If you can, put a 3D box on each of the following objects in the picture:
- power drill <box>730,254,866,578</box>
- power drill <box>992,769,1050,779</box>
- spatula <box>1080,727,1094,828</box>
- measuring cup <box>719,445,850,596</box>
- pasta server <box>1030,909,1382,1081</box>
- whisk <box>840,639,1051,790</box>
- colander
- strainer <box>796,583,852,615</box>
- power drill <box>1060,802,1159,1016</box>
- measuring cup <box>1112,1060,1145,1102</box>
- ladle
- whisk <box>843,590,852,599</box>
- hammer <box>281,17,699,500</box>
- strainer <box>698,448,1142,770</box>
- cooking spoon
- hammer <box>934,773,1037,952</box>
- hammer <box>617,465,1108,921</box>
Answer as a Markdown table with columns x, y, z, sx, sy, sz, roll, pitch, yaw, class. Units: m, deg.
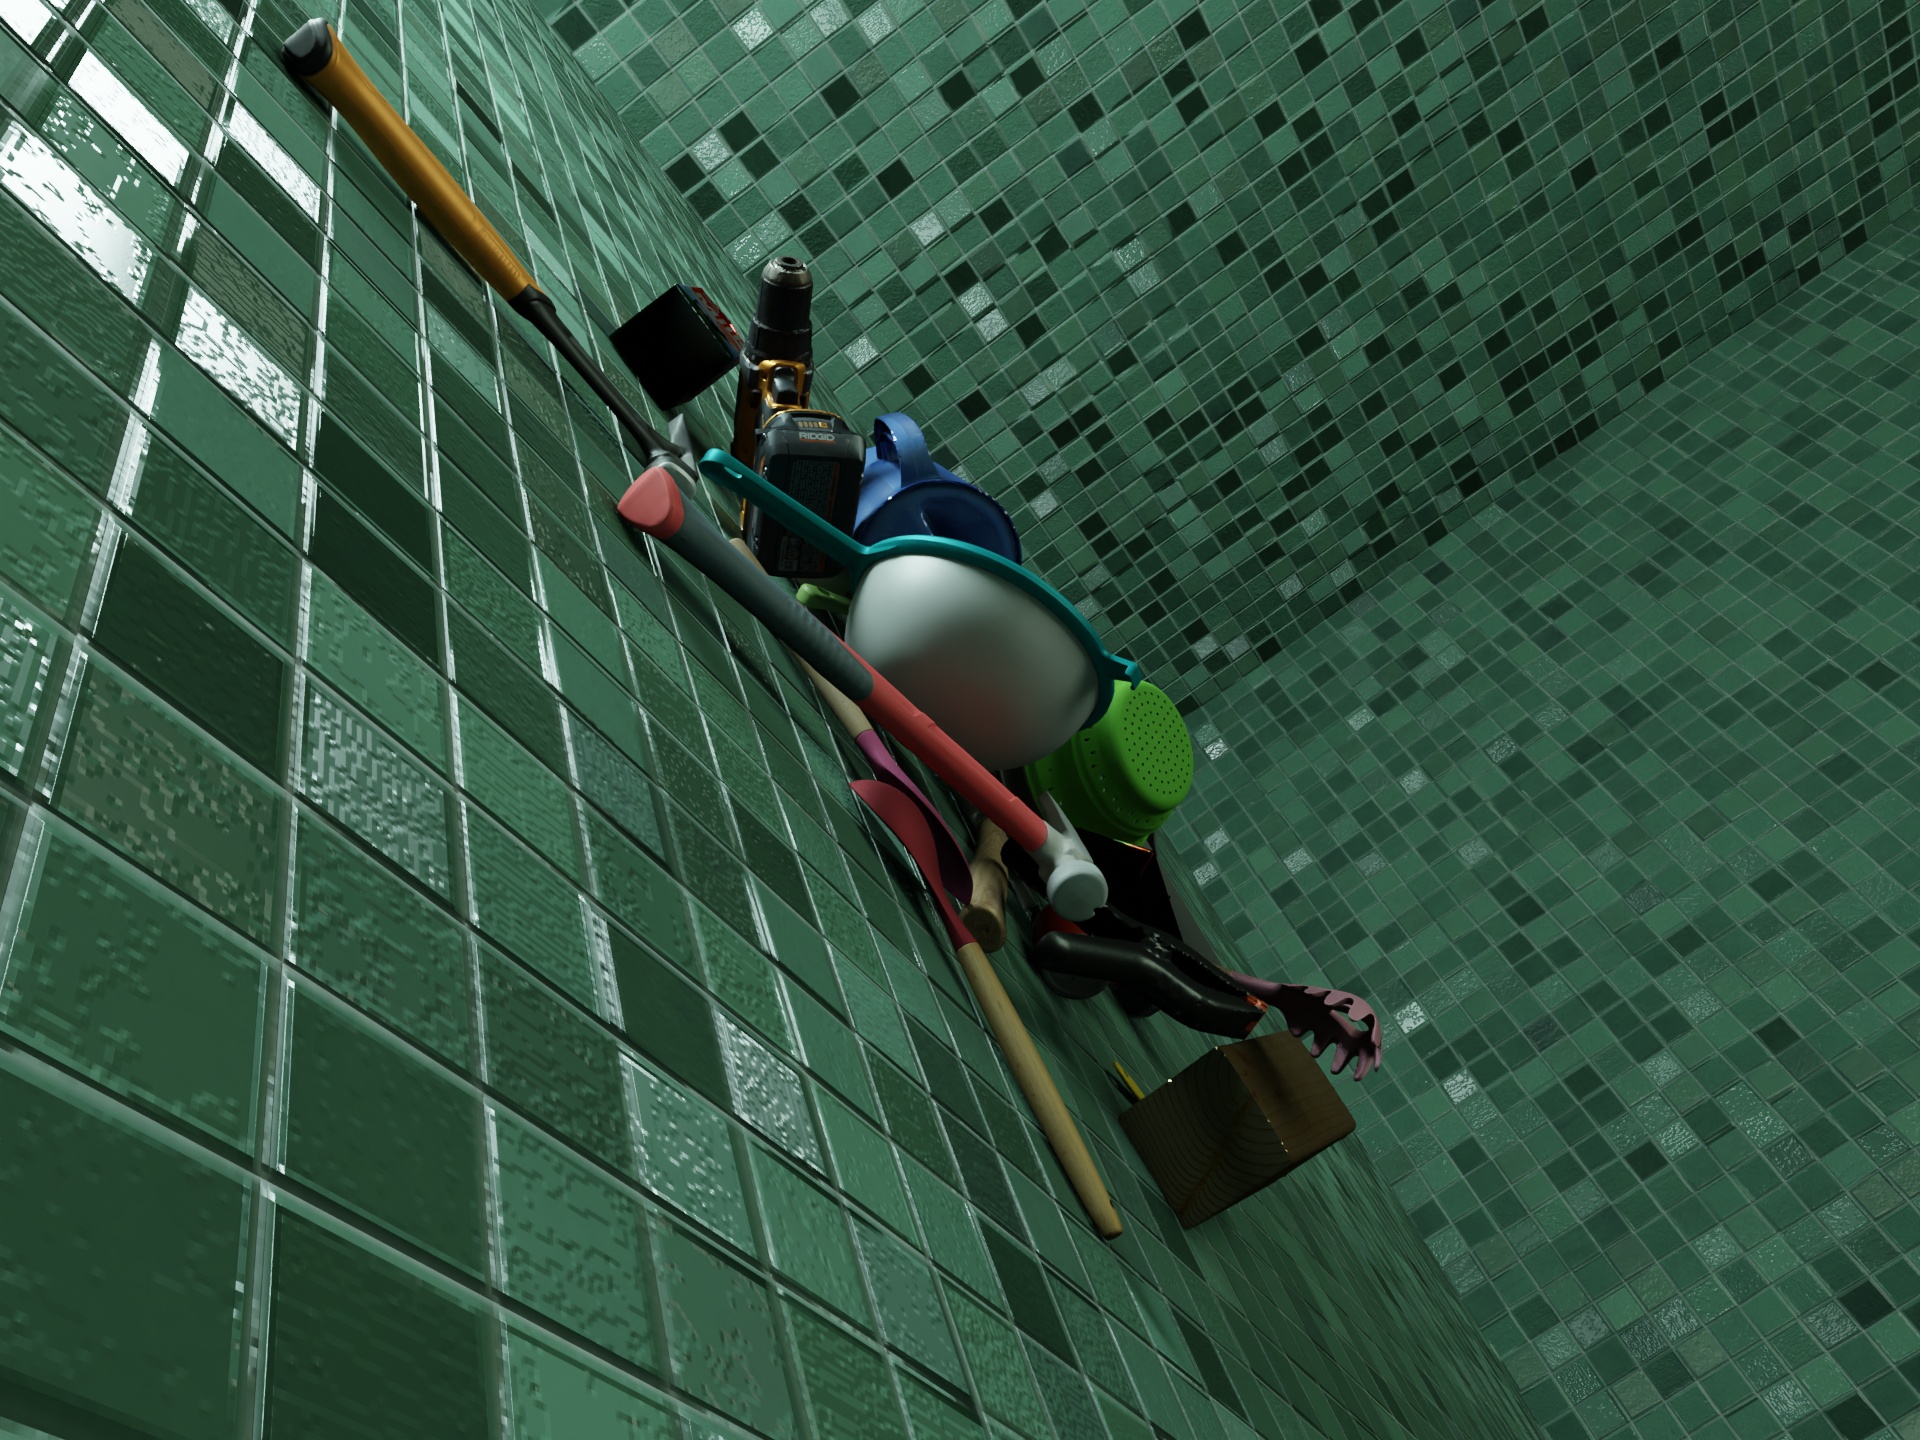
| x | y | z | sx | sy | sz | roll | pitch | yaw | class |
| --- | --- | --- | --- | --- | --- | --- | --- | --- | --- |
| -0.131 | -0.237 | 1.233 | 0.226 | 0.084 | 0.185 | -110 | -153 | -50 | power drill |
| 0.032 | -0.030 | 1.517 | 0.080 | 0.171 | 0.223 | -4 | 42 | -29 | power drill |
| 0.108 | 0.077 | 1.387 | 0.059 | 0.018 | 0.316 | 50 | 38 | -43 | spatula |
| -0.147 | -0.173 | 1.354 | 0.167 | 0.038 | 0.083 | 57 | 7 | 2 | measuring cup |
| 0.173 | 0.189 | 1.175 | 0.316 | 0.040 | 0.060 | 13 | -55 | 40 | pasta server |
| -0.002 | -0.004 | 1.316 | 0.295 | 0.073 | 0.073 | 29 | 23 | -43 | whisk |
| 0.170 | 0.097 | 1.347 | 0.397 | 0.094 | 0.204 | 58 | 41 | -14 | colander |
| -0.060 | -0.058 | 1.350 | 0.256 | 0.069 | 0.152 | 16 | 22 | -52 | strainer |
| 0.139 | 0.165 | 1.496 | 0.220 | 0.078 | 0.143 | 57 | 7 | 18 | power drill |
| 0.158 | 0.292 | 1.205 | 0.156 | 0.029 | 0.062 | 52 | 6 | -40 | measuring cup |
| 0.014 | 0.154 | 0.919 | 0.316 | 0.031 | 0.069 | 60 | 5 | 30 | ladle |
| -0.127 | -0.159 | 1.442 | 0.244 | 0.047 | 0.051 | 57 | 17 | -17 | whisk |
| -0.278 | -0.276 | 0.976 | 0.336 | 0.034 | 0.127 | 51 | 8 | -30 | hammer |
| -0.055 | -0.063 | 1.122 | 0.340 | 0.095 | 0.211 | 34 | -28 | -11 | strainer |
| -0.076 | -0.008 | 1.057 | 0.319 | 0.017 | 0.068 | 54 | -24 | 25 | cooking spoon |
| 0.022 | 0.110 | 1.171 | 0.130 | 0.031 | 0.331 | 53 | 7 | -6 | hammer |
| -0.057 | -0.022 | 0.998 | 0.386 | 0.038 | 0.143 | 42 | 9 | -23 | hammer |
